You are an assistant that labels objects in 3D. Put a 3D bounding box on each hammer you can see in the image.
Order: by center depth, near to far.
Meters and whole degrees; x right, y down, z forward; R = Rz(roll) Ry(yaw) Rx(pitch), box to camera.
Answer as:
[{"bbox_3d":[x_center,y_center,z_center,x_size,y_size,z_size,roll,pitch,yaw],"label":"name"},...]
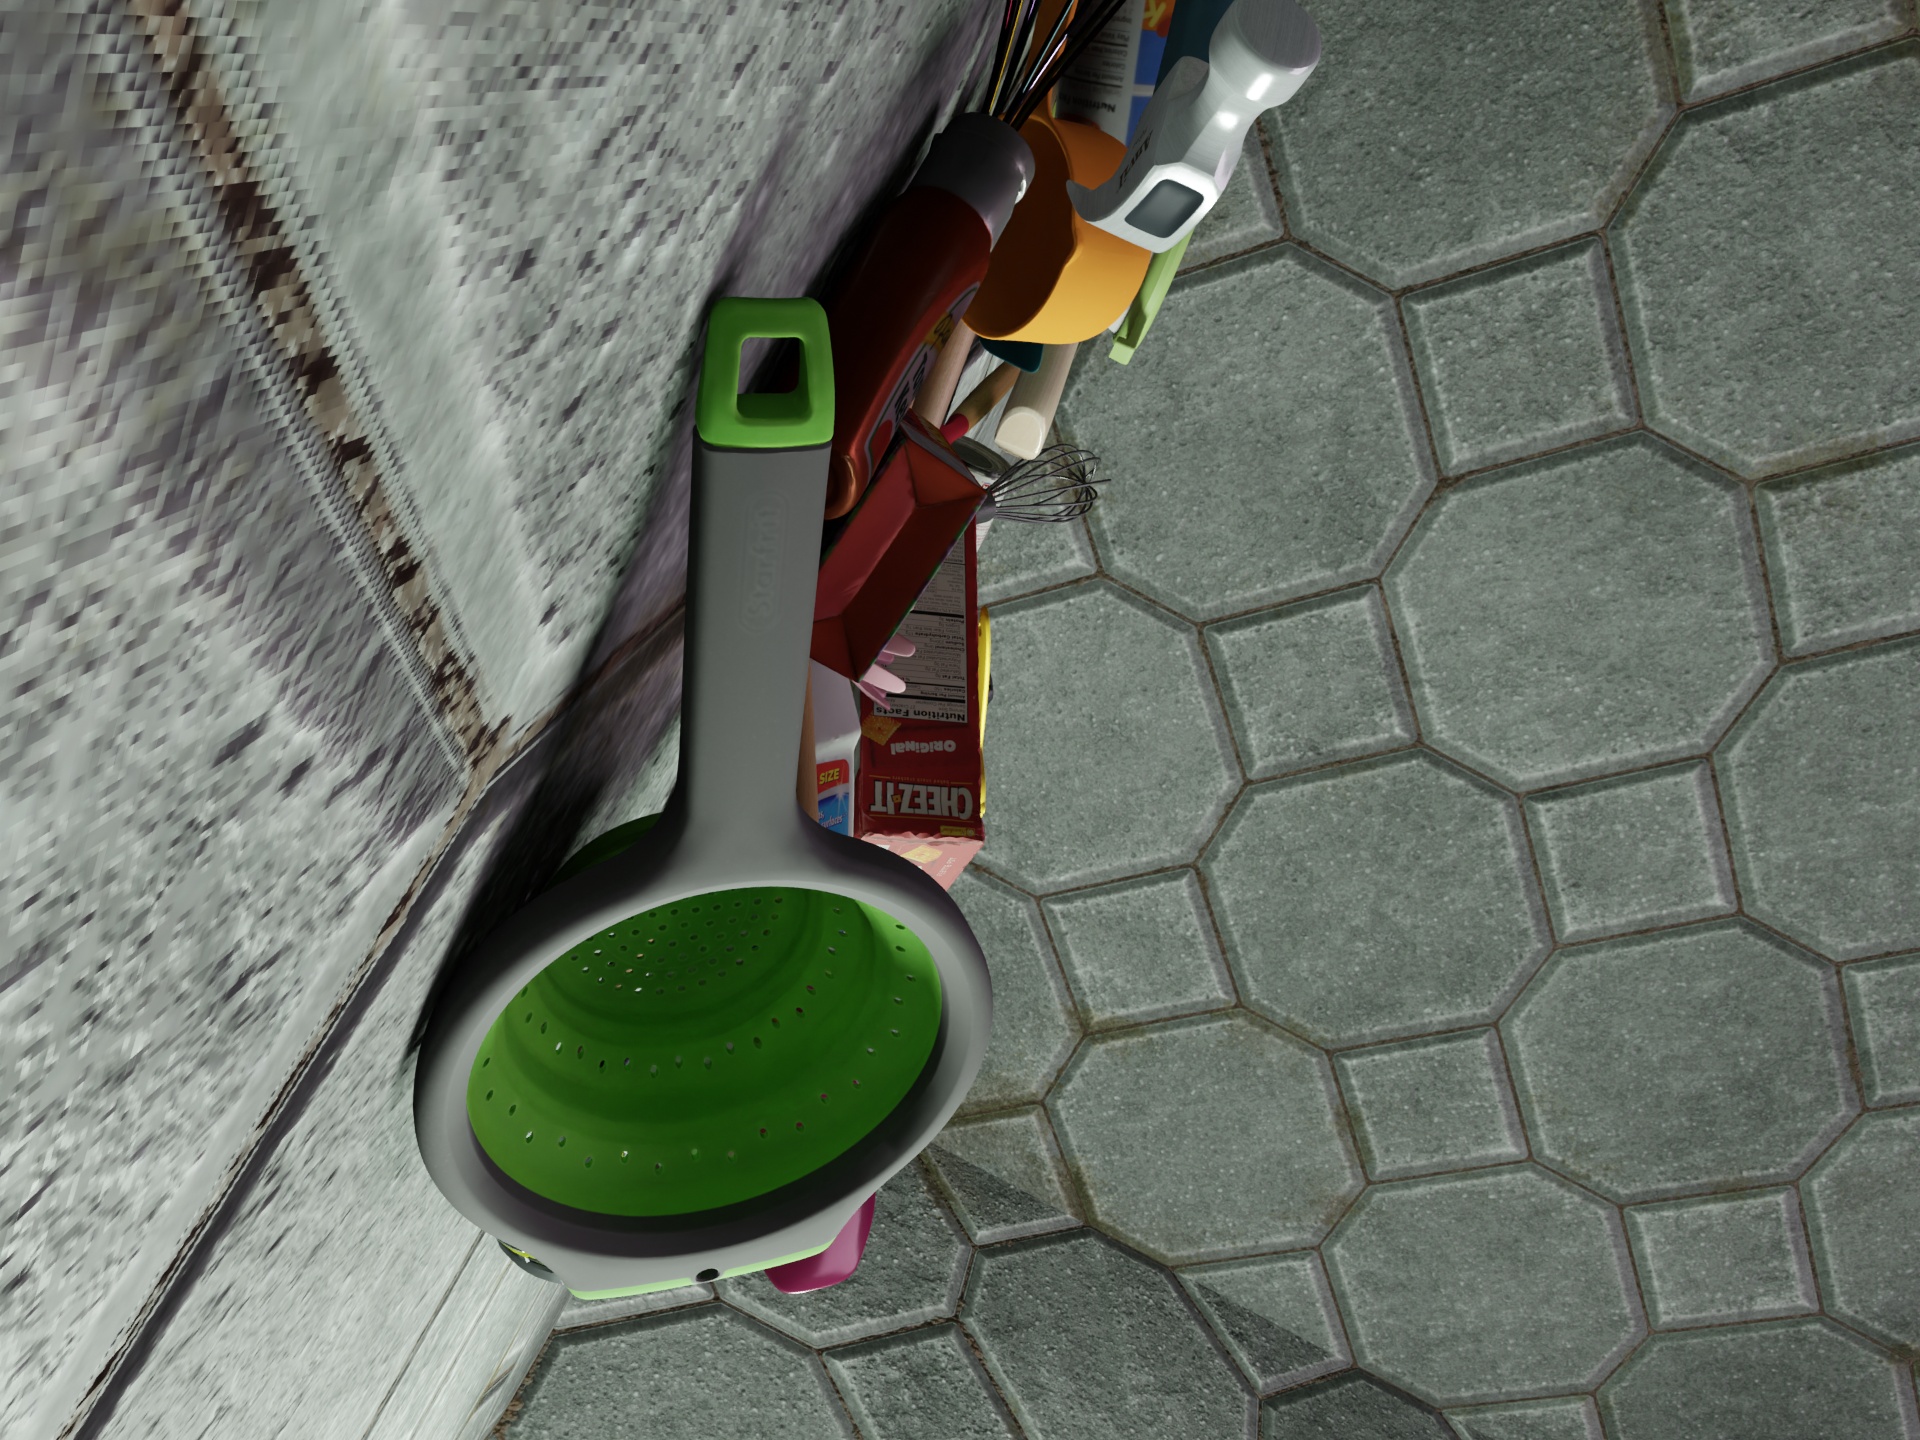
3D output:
[{"bbox_3d":[0.097,-0.303,0.568,0.128,0.033,0.331,135,-28,-59],"label":"hammer"},{"bbox_3d":[0.109,-0.363,1.045,0.146,0.038,0.411,142,-30,-86],"label":"hammer"}]

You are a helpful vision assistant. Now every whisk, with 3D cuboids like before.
[{"bbox_3d":[0.020,-0.227,0.582,0.244,0.047,0.051,-57,-175,42],"label":"whisk"},{"bbox_3d":[0.016,-0.137,1.020,0.239,0.055,0.055,-23,150,-44],"label":"whisk"}]

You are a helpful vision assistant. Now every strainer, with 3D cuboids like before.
[{"bbox_3d":[0.087,-0.287,0.861,0.256,0.069,0.151,-84,-166,-70],"label":"strainer"}]

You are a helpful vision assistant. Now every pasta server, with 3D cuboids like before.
[{"bbox_3d":[-0.001,-0.157,0.726,0.060,0.040,0.316,-115,-136,-71],"label":"pasta server"}]

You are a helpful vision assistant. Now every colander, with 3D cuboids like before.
[{"bbox_3d":[-0.087,0.034,0.545,0.095,0.204,0.396,-119,-149,-49],"label":"colander"}]

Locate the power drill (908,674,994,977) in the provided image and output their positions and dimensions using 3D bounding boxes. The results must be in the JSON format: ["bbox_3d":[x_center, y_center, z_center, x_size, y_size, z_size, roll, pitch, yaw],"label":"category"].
[{"bbox_3d":[-0.054,0.054,0.997,0.084,0.185,0.226,-44,-162,57],"label":"power drill"}]

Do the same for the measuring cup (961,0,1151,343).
[{"bbox_3d":[0.047,-0.235,0.628,0.095,0.052,0.173,35,-62,48],"label":"measuring cup"}]

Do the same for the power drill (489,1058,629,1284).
[{"bbox_3d":[-0.157,0.148,0.780,0.229,0.080,0.190,-58,168,-33],"label":"power drill"}]

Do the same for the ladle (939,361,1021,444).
[{"bbox_3d":[0.004,-0.195,1.017,0.315,0.031,0.069,-58,168,-59],"label":"ladle"}]

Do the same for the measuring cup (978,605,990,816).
[{"bbox_3d":[-0.001,-0.003,0.919,0.062,0.029,0.156,-106,-165,-46],"label":"measuring cup"}]

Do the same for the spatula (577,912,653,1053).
[{"bbox_3d":[-0.160,0.084,0.891,0.316,0.018,0.060,-63,177,-2],"label":"spatula"}]

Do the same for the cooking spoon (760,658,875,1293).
[{"bbox_3d":[-0.067,0.079,0.675,0.017,0.068,0.319,-8,-97,53],"label":"cooking spoon"}]

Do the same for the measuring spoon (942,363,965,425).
[{"bbox_3d":[-0.020,-0.192,1.019,0.034,0.018,0.124,-40,152,-73],"label":"measuring spoon"}]

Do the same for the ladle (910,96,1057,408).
[{"bbox_3d":[0.029,-0.233,0.757,0.320,0.062,0.078,-59,-173,16],"label":"ladle"}]

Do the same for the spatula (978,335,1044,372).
[{"bbox_3d":[0.032,-0.254,1.013,0.317,0.044,0.082,-77,173,-82],"label":"spatula"}]
